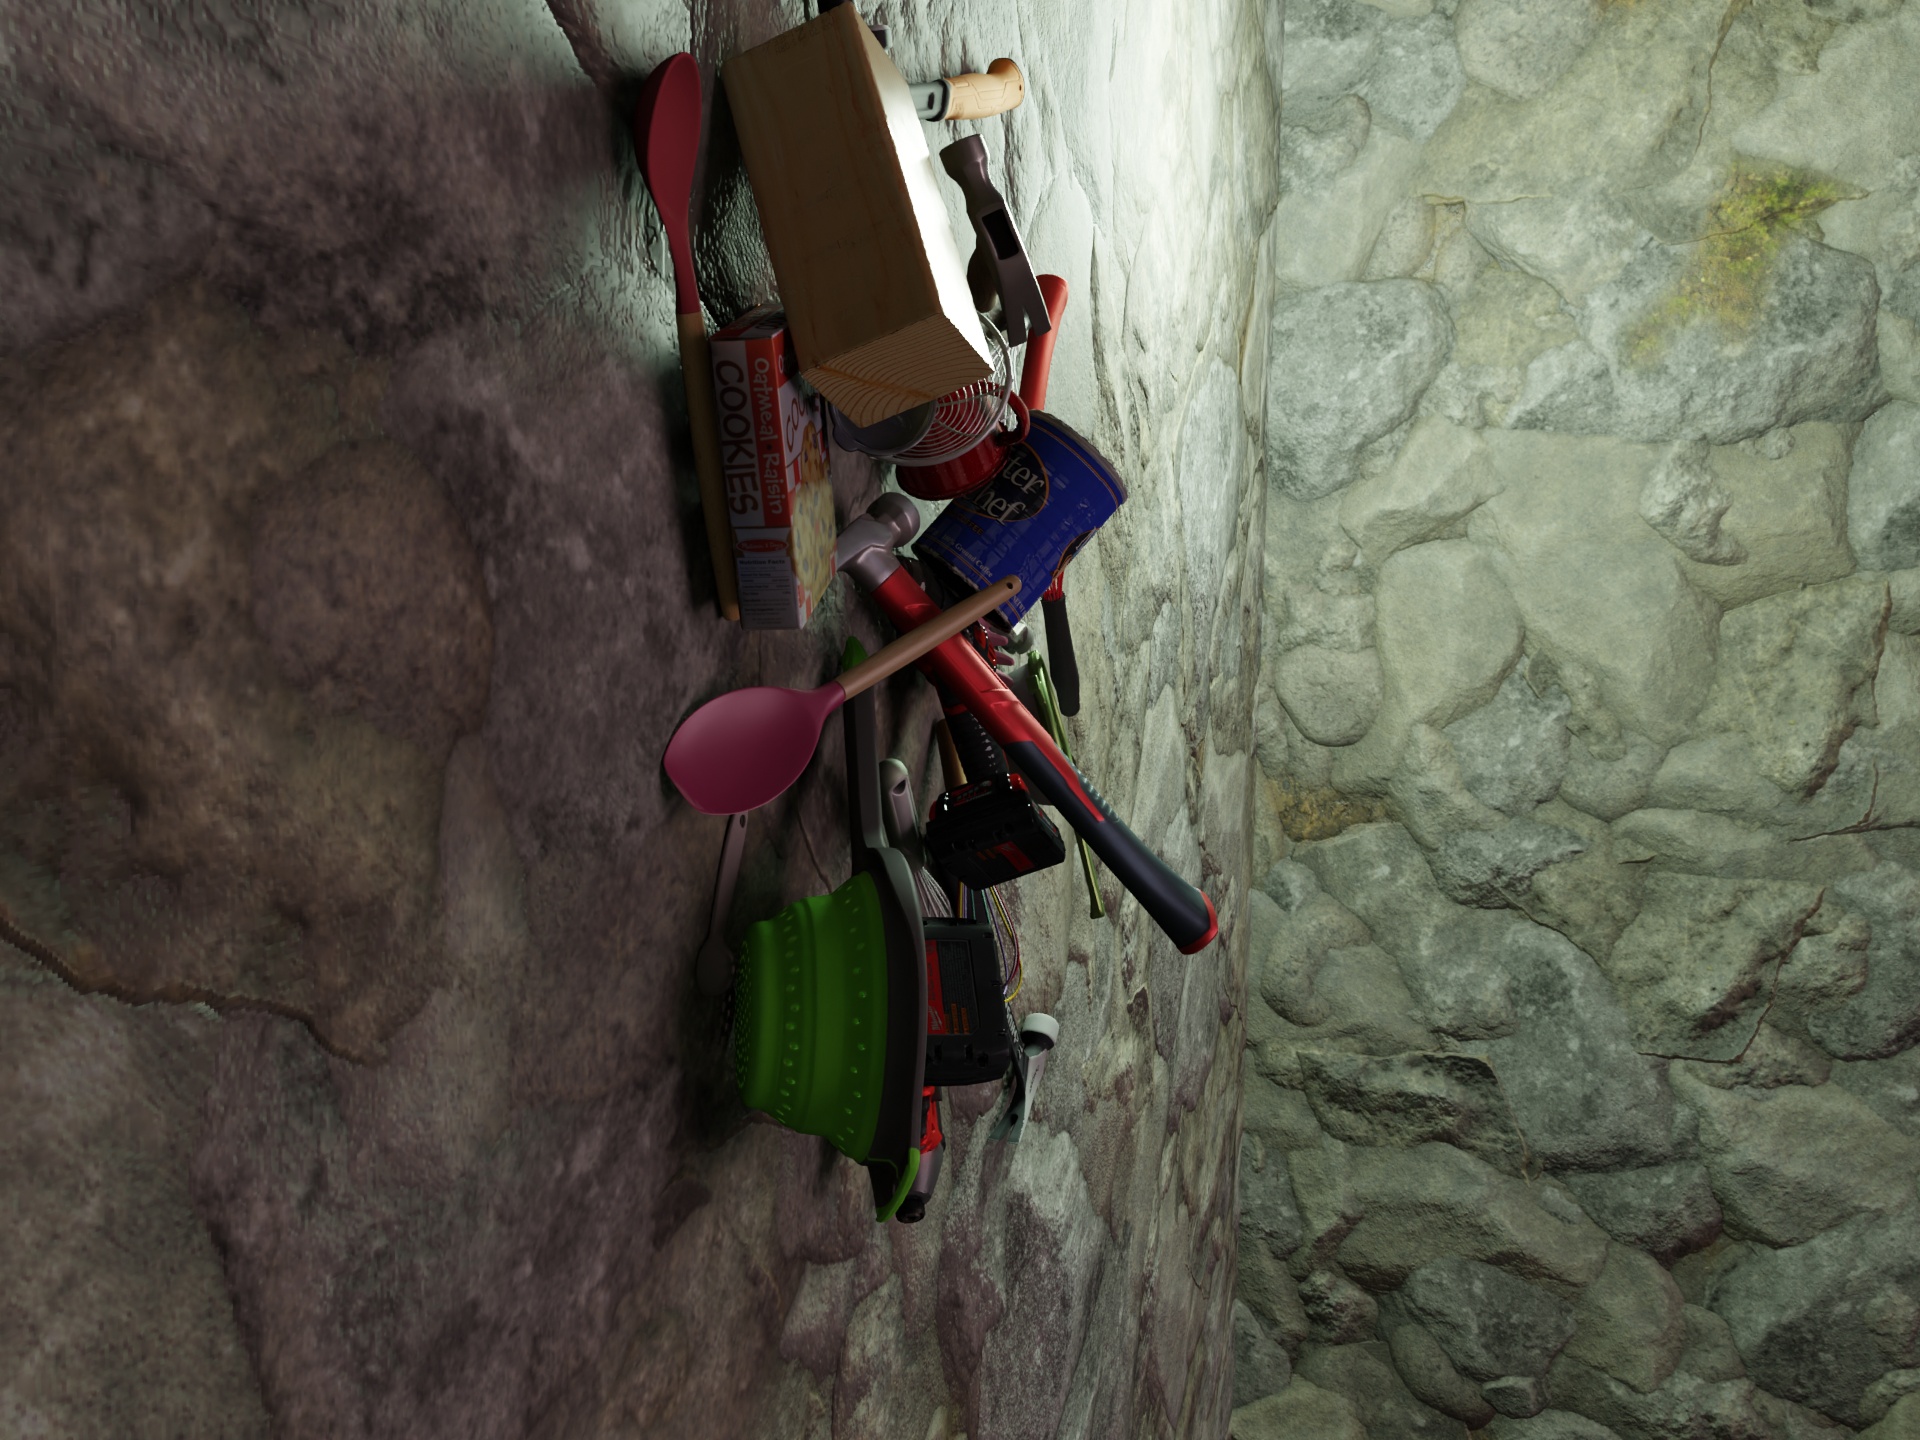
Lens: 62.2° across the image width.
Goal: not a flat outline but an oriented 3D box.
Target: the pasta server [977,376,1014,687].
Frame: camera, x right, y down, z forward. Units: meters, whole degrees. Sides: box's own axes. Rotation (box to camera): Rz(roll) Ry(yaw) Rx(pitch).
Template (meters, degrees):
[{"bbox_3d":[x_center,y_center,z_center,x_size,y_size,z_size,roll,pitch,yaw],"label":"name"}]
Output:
[{"bbox_3d":[0.017,-0.146,1.291,0.060,0.040,0.316,-31,135,-39],"label":"pasta server"}]

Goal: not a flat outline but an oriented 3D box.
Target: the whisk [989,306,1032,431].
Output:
[{"bbox_3d":[0.035,-0.310,1.367,0.285,0.070,0.070,-71,156,-50],"label":"whisk"}]

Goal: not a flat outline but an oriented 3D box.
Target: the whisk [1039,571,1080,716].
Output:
[{"bbox_3d":[0.078,-0.125,1.397,0.073,0.073,0.295,-64,150,-49],"label":"whisk"}]

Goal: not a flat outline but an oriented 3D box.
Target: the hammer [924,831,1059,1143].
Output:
[{"bbox_3d":[0.025,0.233,1.450,0.408,0.036,0.149,73,28,-44],"label":"hammer"}]

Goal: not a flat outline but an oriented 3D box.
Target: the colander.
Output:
[{"bbox_3d":[-0.093,0.110,1.008,0.204,0.094,0.398,111,-23,-53],"label":"colander"}]

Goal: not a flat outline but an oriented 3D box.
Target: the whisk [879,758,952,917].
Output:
[{"bbox_3d":[-0.036,0.109,1.184,0.058,0.059,0.246,-40,146,-23],"label":"whisk"}]

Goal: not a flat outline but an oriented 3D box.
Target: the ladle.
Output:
[{"bbox_3d":[-0.147,-0.203,0.890,0.069,0.031,0.315,-60,150,-60],"label":"ladle"}]

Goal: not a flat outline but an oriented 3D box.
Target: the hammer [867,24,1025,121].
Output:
[{"bbox_3d":[-0.009,-0.475,1.238,0.337,0.034,0.127,-51,140,-60],"label":"hammer"}]

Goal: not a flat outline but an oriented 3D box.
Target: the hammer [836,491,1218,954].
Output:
[{"bbox_3d":[0.038,0.024,1.093,0.386,0.038,0.143,49,45,-9],"label":"hammer"}]

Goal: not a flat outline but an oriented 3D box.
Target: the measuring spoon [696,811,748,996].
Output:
[{"bbox_3d":[-0.138,0.107,0.973,0.034,0.018,0.124,47,48,-64],"label":"measuring spoon"}]

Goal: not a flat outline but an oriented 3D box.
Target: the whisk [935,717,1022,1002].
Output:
[{"bbox_3d":[0.011,0.111,1.280,0.051,0.047,0.245,92,-11,-64],"label":"whisk"}]

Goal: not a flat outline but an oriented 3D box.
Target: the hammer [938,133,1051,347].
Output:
[{"bbox_3d":[0.021,-0.333,1.177,0.331,0.031,0.130,-98,166,-82],"label":"hammer"}]

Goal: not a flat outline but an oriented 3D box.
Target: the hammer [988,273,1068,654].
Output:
[{"bbox_3d":[0.056,-0.249,1.461,0.149,0.037,0.359,44,52,-66],"label":"hammer"}]

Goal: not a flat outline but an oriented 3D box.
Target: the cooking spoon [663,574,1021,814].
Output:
[{"bbox_3d":[-0.061,-0.028,1.001,0.319,0.017,0.069,-34,86,-41],"label":"cooking spoon"}]

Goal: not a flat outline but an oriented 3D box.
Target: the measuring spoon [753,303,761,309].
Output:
[{"bbox_3d":[-0.129,-0.199,0.972,0.021,0.011,0.117,37,54,-78],"label":"measuring spoon"}]

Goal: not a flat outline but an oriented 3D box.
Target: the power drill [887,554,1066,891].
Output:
[{"bbox_3d":[-0.002,-0.004,1.184,0.187,0.080,0.227,51,22,-63],"label":"power drill"}]

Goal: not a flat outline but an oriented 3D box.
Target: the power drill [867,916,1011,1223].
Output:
[{"bbox_3d":[-0.029,0.244,1.098,0.219,0.078,0.143,106,-18,-49],"label":"power drill"}]

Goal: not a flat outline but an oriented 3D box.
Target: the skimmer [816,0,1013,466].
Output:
[{"bbox_3d":[-0.055,-0.350,1.033,0.090,0.127,0.363,-94,171,-70],"label":"skimmer"}]

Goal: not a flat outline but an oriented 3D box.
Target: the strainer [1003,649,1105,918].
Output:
[{"bbox_3d":[0.073,0.067,1.458,0.151,0.069,0.256,-77,153,-78],"label":"strainer"}]
